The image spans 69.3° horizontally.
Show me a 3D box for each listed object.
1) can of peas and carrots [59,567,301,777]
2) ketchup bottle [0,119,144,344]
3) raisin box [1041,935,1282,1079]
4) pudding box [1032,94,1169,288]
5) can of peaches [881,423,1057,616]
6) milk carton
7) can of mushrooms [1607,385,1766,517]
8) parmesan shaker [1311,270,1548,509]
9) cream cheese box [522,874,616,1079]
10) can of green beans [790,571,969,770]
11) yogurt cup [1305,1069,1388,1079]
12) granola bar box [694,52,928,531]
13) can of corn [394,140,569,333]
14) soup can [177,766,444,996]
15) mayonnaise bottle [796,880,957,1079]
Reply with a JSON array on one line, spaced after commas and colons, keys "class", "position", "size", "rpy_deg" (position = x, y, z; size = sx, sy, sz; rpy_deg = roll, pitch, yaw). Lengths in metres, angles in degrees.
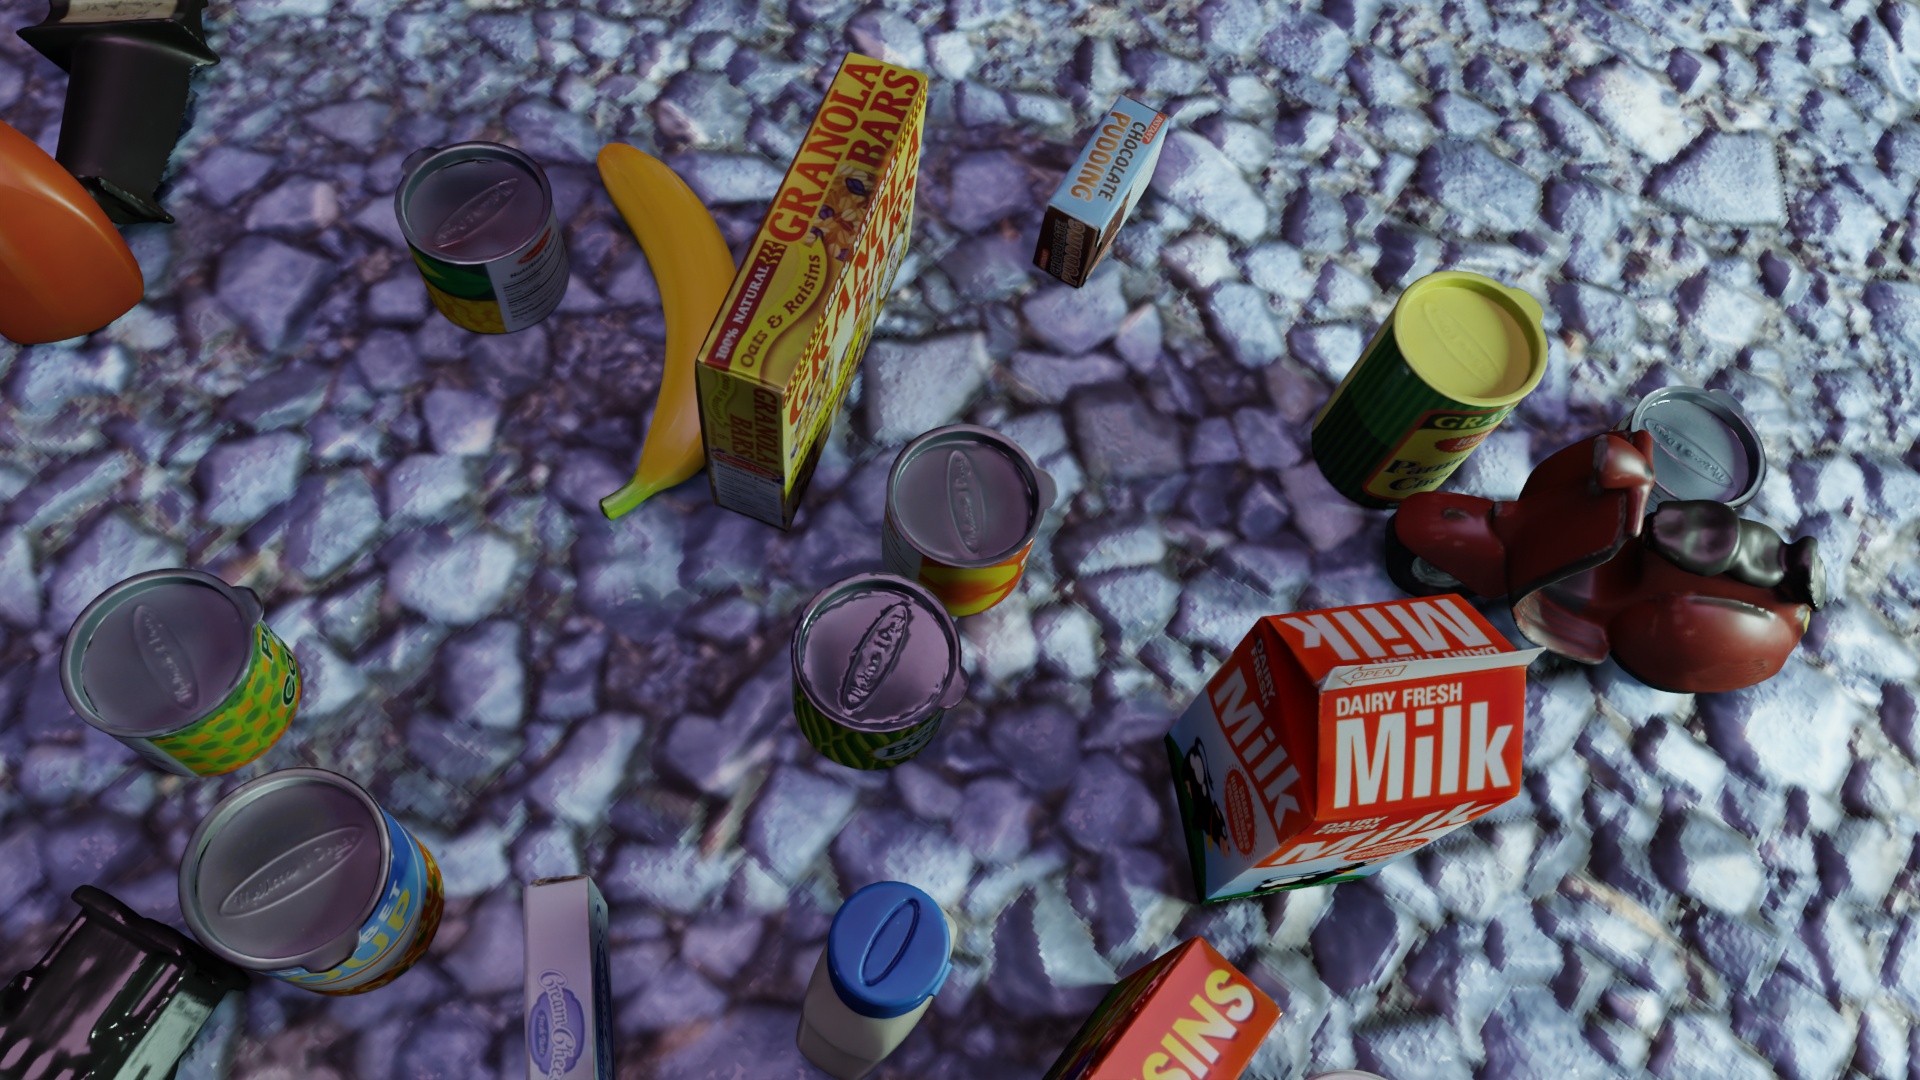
[{"class": "can of peas and carrots", "position": [-0.294, 0.050, 0.532], "size": [0.071, 0.058, 0.071], "rpy_deg": [3, 65, -6]}, {"class": "ketchup bottle", "position": [-0.391, -0.138, 0.558], "size": [0.065, 0.148, 0.043], "rpy_deg": [-27, 71, -17]}, {"class": "raisin box", "position": [0.055, 0.187, 0.474], "size": [0.040, 0.123, 0.086], "rpy_deg": [40, 67, 12]}, {"class": "pudding box", "position": [0.070, -0.172, 0.684], "size": [0.030, 0.049, 0.084], "rpy_deg": [28, 65, 6]}, {"class": "can of peaches", "position": [0.002, -0.007, 0.595], "size": [0.071, 0.057, 0.071], "rpy_deg": [3, 65, -6]}, {"class": "milk carton", "position": [0.134, 0.074, 0.500], "size": [0.072, 0.189, 0.074], "rpy_deg": [-5, 66, -9]}, {"class": "can of mushrooms", "position": [0.346, -0.039, 0.665], "size": [0.071, 0.033, 0.071], "rpy_deg": [3, 65, -6]}, {"class": "parmesan shaker", "position": [0.208, -0.065, 0.622], "size": [0.071, 0.102, 0.071], "rpy_deg": [3, 65, -6]}, {"class": "cream cheese box", "position": [-0.139, 0.176, 0.495], "size": [0.024, 0.053, 0.104], "rpy_deg": [-5, 66, -9]}, {"class": "can of green beans", "position": [-0.035, 0.054, 0.562], "size": [0.071, 0.057, 0.071], "rpy_deg": [3, 65, -6]}, {"class": "yogurt cup", "position": [0.135, 0.229, 0.503], "size": [0.072, 0.053, 0.072], "rpy_deg": [3, 65, -6]}, {"class": "granola bar box", "position": [-0.062, -0.104, 0.596], "size": [0.039, 0.123, 0.166], "rpy_deg": [19, 65, 2]}, {"class": "can of corn", "position": [-0.216, -0.137, 0.629], "size": [0.071, 0.058, 0.071], "rpy_deg": [3, 65, -6]}, {"class": "soup can", "position": [-0.224, 0.126, 0.492], "size": [0.071, 0.083, 0.071], "rpy_deg": [3, 65, -6]}, {"class": "mayonnaise bottle", "position": [-0.028, 0.146, 0.470], "size": [0.041, 0.147, 0.065], "rpy_deg": [30, 66, 7]}]
